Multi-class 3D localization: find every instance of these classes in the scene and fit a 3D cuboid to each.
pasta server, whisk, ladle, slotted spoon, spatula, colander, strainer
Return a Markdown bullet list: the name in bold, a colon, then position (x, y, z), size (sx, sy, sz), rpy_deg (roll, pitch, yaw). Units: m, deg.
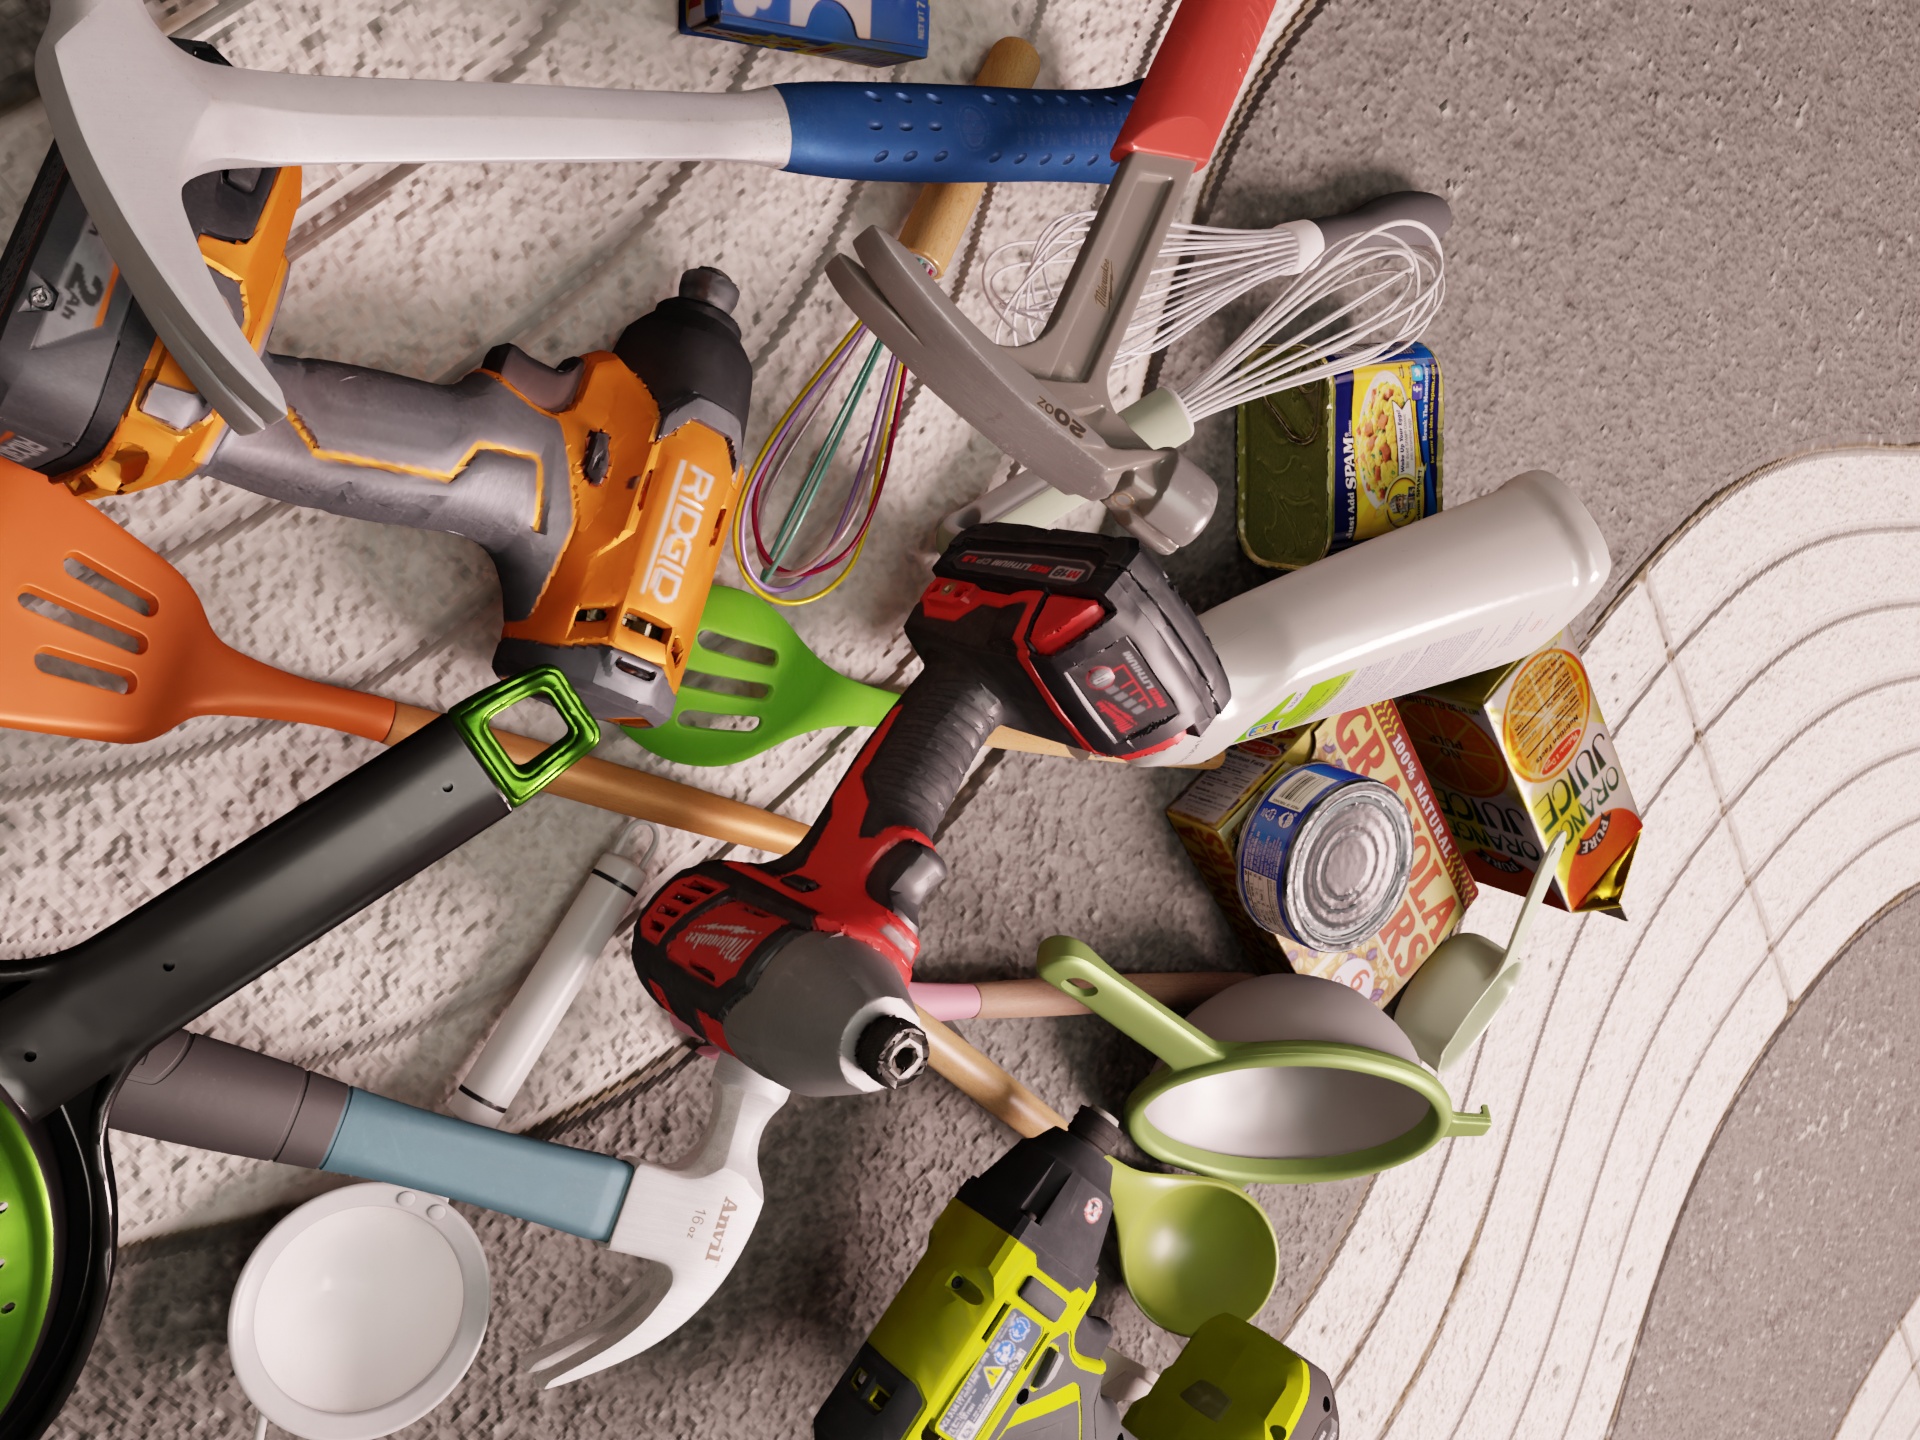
- **pasta server**: position (0.021, 0.122, 0.713), size (0.316, 0.040, 0.060), rpy_deg (5, 98, -39)
- **whisk**: position (-0.023, -0.154, 0.611), size (0.047, 0.051, 0.245), rpy_deg (24, 80, -1)
- **whisk**: position (0.123, -0.202, 0.693), size (0.284, 0.070, 0.070), rpy_deg (-22, 112, -34)
- **ladle**: position (0.048, 0.192, 0.705), size (0.078, 0.062, 0.319), rpy_deg (-44, 129, 0)
- **slotted spoon**: position (-0.001, -0.002, 0.669), size (0.313, 0.031, 0.070), rpy_deg (8, 98, -36)
- **whisk**: position (0.096, -0.133, 0.660), size (0.246, 0.058, 0.059), rpy_deg (-32, 136, -3)
- **spatula**: position (-0.169, 0.006, 0.544), size (0.322, 0.041, 0.081), rpy_deg (20, 67, -35)
- **colander**: position (-0.264, 0.107, 0.415), size (0.397, 0.094, 0.204), rpy_deg (-35, 107, -14)
- **strainer**: position (0.119, 0.138, 0.731), size (0.256, 0.151, 0.069), rpy_deg (38, 42, -35)
- **strainer**: position (-0.178, 0.148, 0.575), size (0.086, 0.050, 0.258), rpy_deg (35, 74, -21)

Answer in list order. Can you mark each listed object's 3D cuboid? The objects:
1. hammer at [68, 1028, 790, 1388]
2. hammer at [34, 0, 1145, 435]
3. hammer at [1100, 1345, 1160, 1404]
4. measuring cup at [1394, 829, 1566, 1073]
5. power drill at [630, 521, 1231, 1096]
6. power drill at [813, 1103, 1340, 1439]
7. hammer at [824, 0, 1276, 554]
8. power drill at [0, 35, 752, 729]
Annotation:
- **hammer**: position (-0.217, 0.126, 0.515), size (0.330, 0.033, 0.128), rpy_deg (24, 74, -25)
- **hammer**: position (-0.068, -0.183, 0.508), size (0.405, 0.035, 0.144), rpy_deg (-18, 101, -41)
- **hammer**: position (0.001, 0.486, 0.708), size (0.146, 0.038, 0.411), rpy_deg (39, 62, -34)
- **measuring cup**: position (0.273, 0.114, 0.836), size (0.083, 0.038, 0.167), rpy_deg (-26, 139, -39)
- **power drill**: position (-0.010, 0.033, 0.566), size (0.220, 0.143, 0.078), rpy_deg (-50, 124, -17)
- **power drill**: position (0.062, 0.282, 0.683), size (0.223, 0.080, 0.171), rpy_deg (46, 72, -30)
- **hammer**: position (0.077, -0.238, 0.589), size (0.149, 0.037, 0.359), rpy_deg (36, 59, -23)
- **power drill**: position (-0.166, -0.109, 0.499), size (0.226, 0.084, 0.164), rpy_deg (26, 74, -39)
